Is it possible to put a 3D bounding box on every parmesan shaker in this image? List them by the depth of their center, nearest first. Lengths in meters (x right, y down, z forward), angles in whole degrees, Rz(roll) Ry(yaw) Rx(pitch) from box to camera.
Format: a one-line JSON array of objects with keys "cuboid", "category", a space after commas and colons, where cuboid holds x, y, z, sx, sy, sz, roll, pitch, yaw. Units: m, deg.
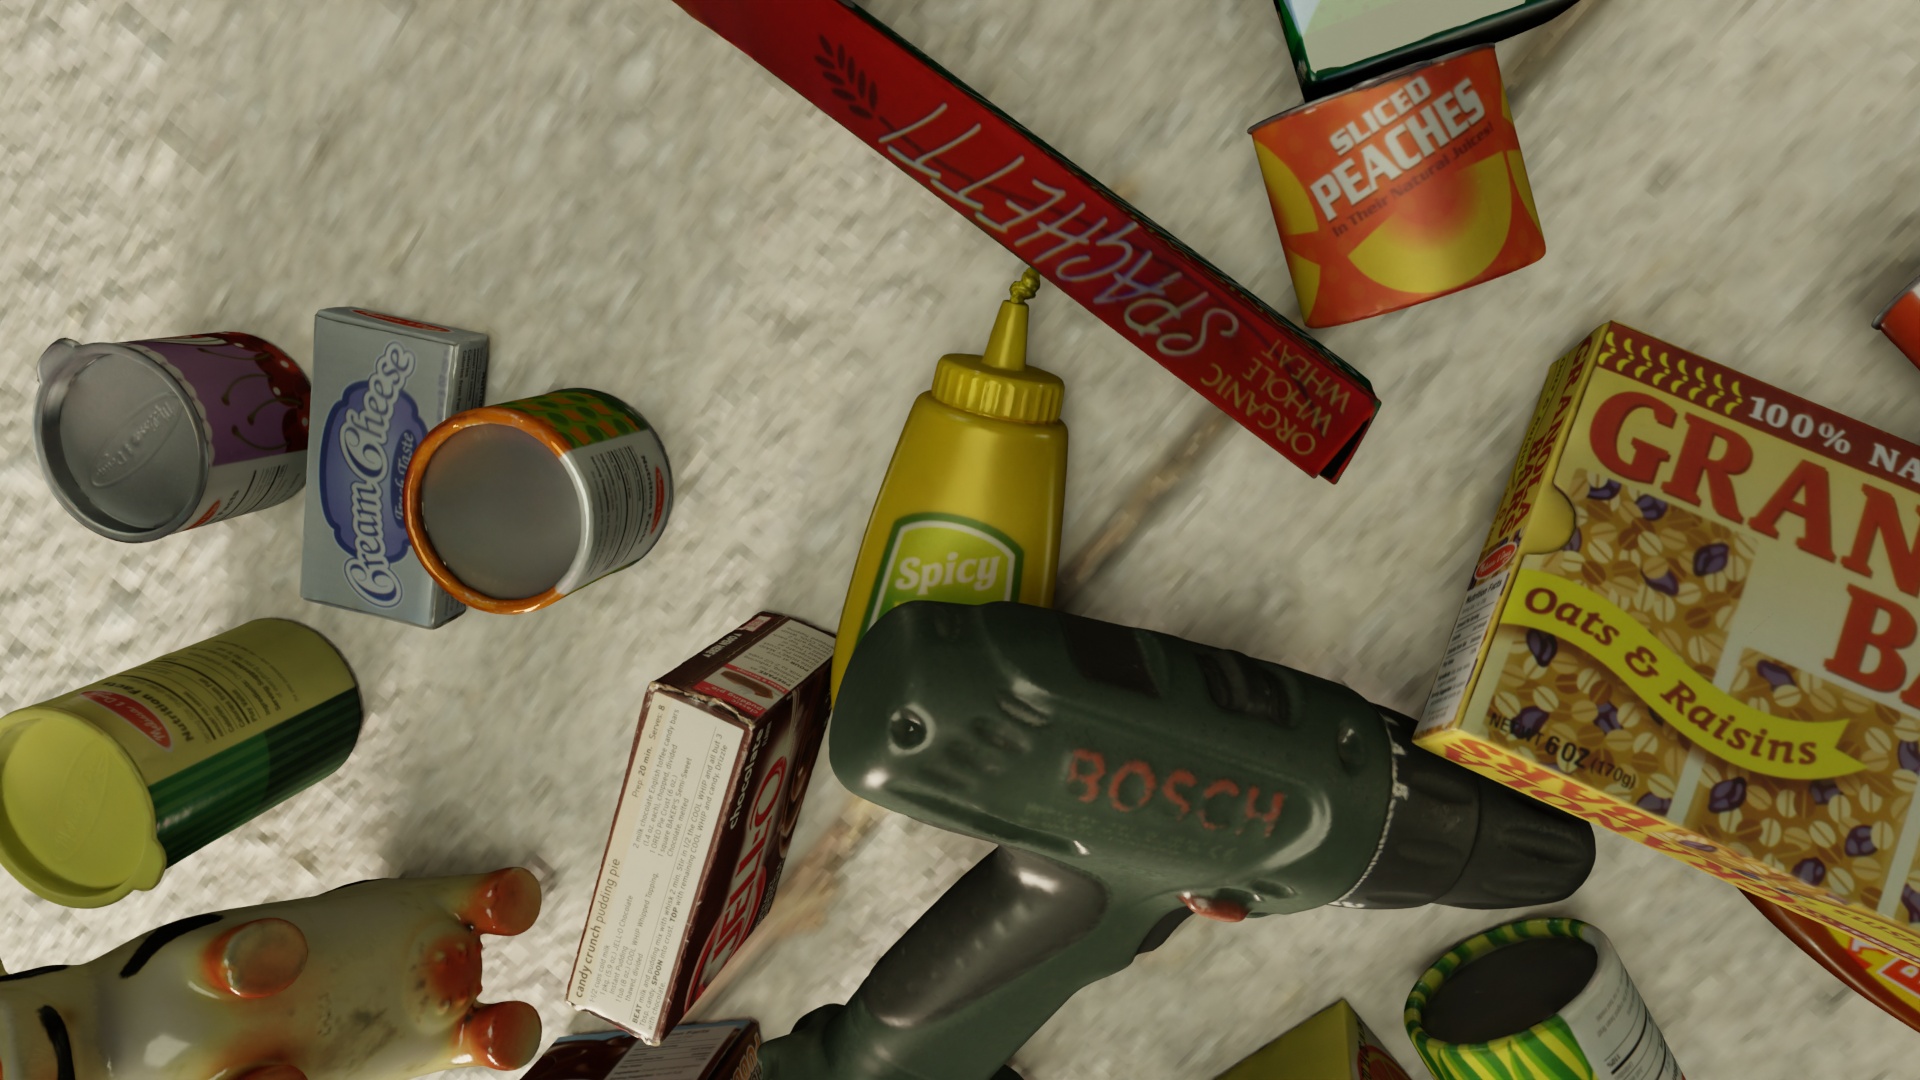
[{"cuboid": [-0.262, 0.073, 0.474, 0.071, 0.103, 0.071, 3, 102, 12], "category": "parmesan shaker"}]

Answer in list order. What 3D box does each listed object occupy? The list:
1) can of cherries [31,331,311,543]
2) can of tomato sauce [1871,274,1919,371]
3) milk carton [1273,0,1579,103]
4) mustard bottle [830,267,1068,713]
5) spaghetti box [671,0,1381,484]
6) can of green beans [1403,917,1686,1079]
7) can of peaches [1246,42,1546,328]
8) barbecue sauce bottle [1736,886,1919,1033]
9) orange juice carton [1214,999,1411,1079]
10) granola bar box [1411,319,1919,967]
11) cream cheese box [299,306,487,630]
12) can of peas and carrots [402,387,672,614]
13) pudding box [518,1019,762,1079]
[{"cuboid": [-0.267, -0.040, 0.475, 0.071, 0.058, 0.071, 3, 103, 13], "category": "can of cherries"}, {"cuboid": [0.283, -0.044, 0.338, 0.071, 0.071, 0.083, -38, 68, 17], "category": "can of tomato sauce"}, {"cuboid": [0.096, -0.217, 0.352, 0.073, 0.072, 0.190, -16, 97, 15], "category": "milk carton"}, {"cuboid": [0.002, -0.005, 0.428, 0.065, 0.049, 0.159, 12, 104, 4], "category": "mustard bottle"}, {"cuboid": [0.015, -0.104, 0.405, 0.250, 0.050, 0.028, 37, 108, 2], "category": "spaghetti box"}, {"cuboid": [0.176, 0.156, 0.415, 0.071, 0.071, 0.058, -29, 94, 16], "category": "can of green beans"}, {"cuboid": [0.117, -0.094, 0.374, 0.071, 0.071, 0.058, -16, 99, 15], "category": "can of peaches"}, {"cuboid": [0.256, 0.092, 0.397, 0.148, 0.044, 0.064, 31, 105, 5], "category": "barbecue sauce bottle"}, {"cuboid": [0.154, 0.252, 0.437, 0.073, 0.072, 0.192, -39, 91, 17], "category": "orange juice carton"}, {"cuboid": [0.223, 0.030, 0.367, 0.166, 0.039, 0.124, 24, 77, 6], "category": "granola bar box"}, {"cuboid": [-0.196, -0.025, 0.480, 0.053, 0.024, 0.103, 12, 104, 10], "category": "cream cheese box"}, {"cuboid": [-0.138, -0.014, 0.452, 0.071, 0.059, 0.070, 2, 102, 12], "category": "can of peas and carrots"}, {"cuboid": [-0.116, 0.198, 0.496, 0.083, 0.050, 0.030, -10, 98, 13], "category": "pudding box"}]
